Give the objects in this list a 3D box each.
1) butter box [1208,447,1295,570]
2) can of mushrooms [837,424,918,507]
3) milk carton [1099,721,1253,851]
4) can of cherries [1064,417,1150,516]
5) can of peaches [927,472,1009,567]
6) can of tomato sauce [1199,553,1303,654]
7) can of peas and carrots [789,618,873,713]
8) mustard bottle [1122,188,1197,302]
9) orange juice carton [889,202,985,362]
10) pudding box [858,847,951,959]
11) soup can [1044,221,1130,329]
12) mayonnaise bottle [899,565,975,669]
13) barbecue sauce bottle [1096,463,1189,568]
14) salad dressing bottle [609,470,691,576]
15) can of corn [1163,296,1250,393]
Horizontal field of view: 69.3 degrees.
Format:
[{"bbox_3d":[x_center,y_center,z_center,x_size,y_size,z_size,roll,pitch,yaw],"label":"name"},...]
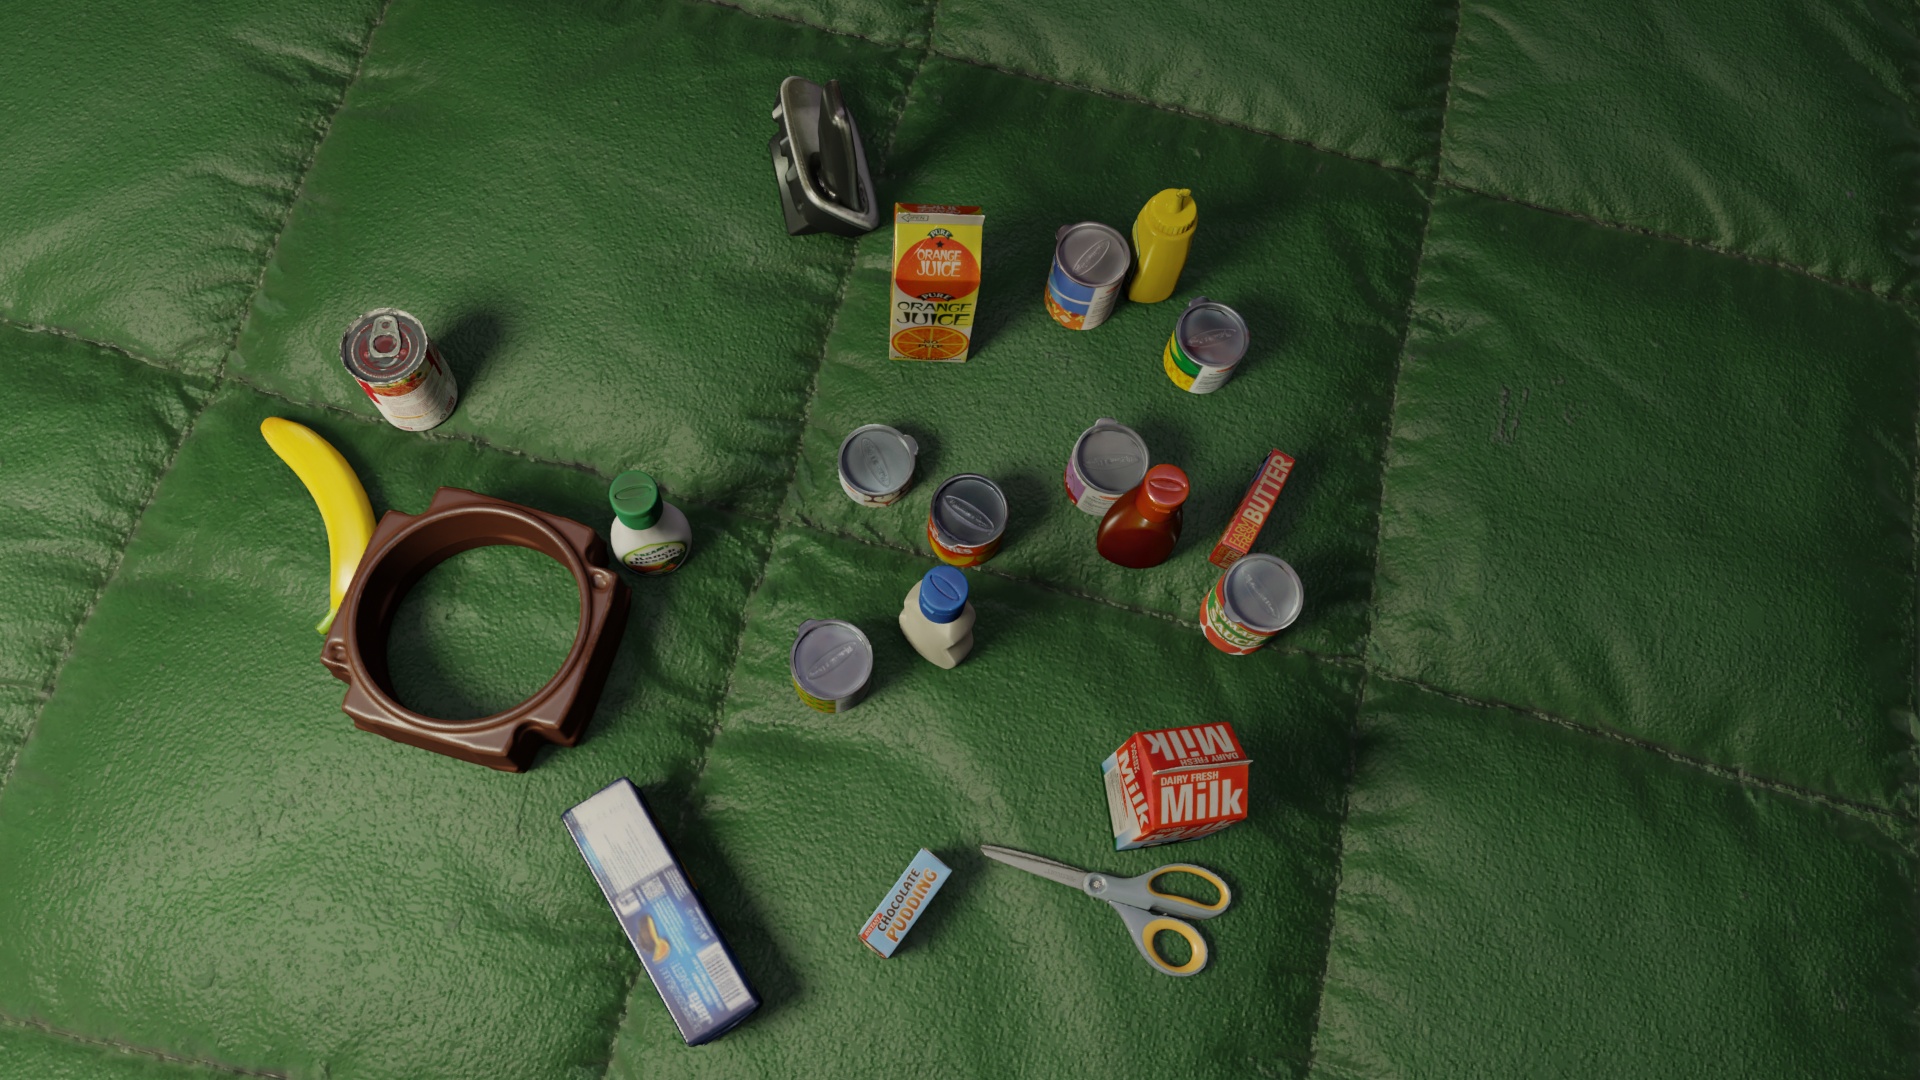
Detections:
[{"bbox_3d":[0.252,-0.026,1.202,0.024,0.053,0.104,30,71,6],"label":"butter box"},{"bbox_3d":[-0.070,-0.065,1.199,0.071,0.033,0.071,1,71,-4],"label":"can of mushrooms"},{"bbox_3d":[0.161,0.185,1.048,0.072,0.190,0.073,-6,72,-7],"label":"milk carton"},{"bbox_3d":[0.126,-0.063,1.202,0.071,0.058,0.071,1,71,-4],"label":"can of cherries"},{"bbox_3d":[0.004,-0.015,1.175,0.071,0.058,0.071,1,71,-4],"label":"can of peaches"},{"bbox_3d":[0.239,0.056,1.157,0.071,0.082,0.071,1,71,-4],"label":"can of tomato sauce"},{"bbox_3d":[-0.106,0.101,1.125,0.071,0.058,0.071,1,71,-4],"label":"can of peas and carrots"},{"bbox_3d":[0.178,-0.268,1.224,0.049,0.159,0.065,-1,71,-5],"label":"mustard bottle"},{"bbox_3d":[-0.022,-0.225,1.175,0.072,0.192,0.073,2,71,-4],"label":"orange juice carton"},{"bbox_3d":[-0.043,0.280,1.073,0.030,0.049,0.084,36,72,8],"label":"pudding box"},{"bbox_3d":[0.111,-0.239,1.249,0.071,0.083,0.071,1,71,-4],"label":"soup can"},{"bbox_3d":[-0.016,0.058,1.100,0.065,0.147,0.041,40,73,9],"label":"mayonnaise bottle"},{"bbox_3d":[0.154,-0.019,1.141,0.065,0.148,0.044,10,71,-1],"label":"barbecue sauce bottle"},{"bbox_3d":[-0.251,-0.013,1.106,0.064,0.147,0.044,-14,73,-9],"label":"salad dressing bottle"},{"bbox_3d":[0.219,-0.175,1.249,0.071,0.058,0.071,1,71,-4],"label":"can of corn"}]
